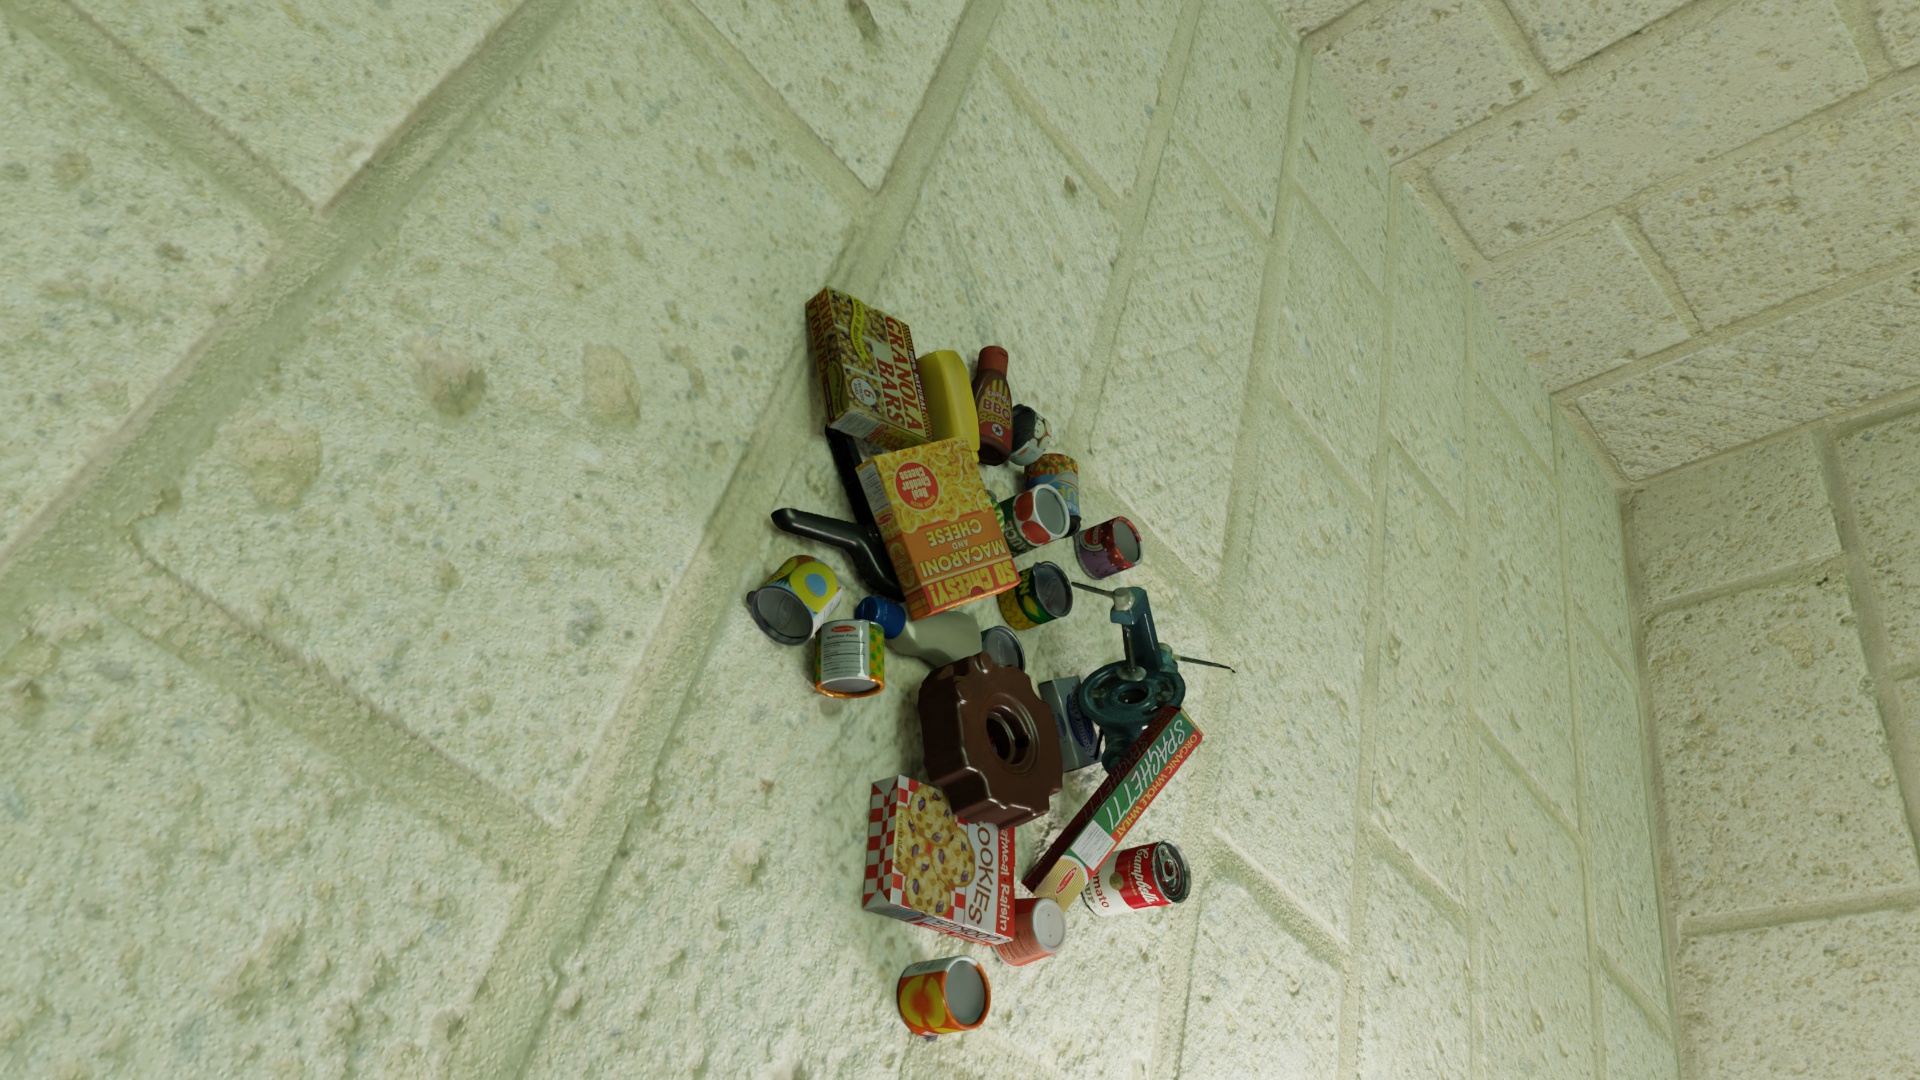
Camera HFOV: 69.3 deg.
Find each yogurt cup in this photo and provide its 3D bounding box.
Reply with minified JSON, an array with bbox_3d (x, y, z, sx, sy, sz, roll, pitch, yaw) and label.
[{"bbox_3d":[0.069,0.386,1.380,0.072,0.053,0.073,26,52,-39],"label":"yogurt cup"}]

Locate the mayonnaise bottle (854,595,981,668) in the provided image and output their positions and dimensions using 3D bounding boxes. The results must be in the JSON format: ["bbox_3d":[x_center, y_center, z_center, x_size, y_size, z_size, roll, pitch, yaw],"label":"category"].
[{"bbox_3d":[-0.042,0.092,1.415,0.148,0.041,0.065,22,54,-41],"label":"mayonnaise bottle"}]

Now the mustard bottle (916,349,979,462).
[{"bbox_3d":[-0.011,-0.130,1.552,0.049,0.065,0.160,-12,86,-47],"label":"mustard bottle"}]

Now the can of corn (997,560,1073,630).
[{"bbox_3d":[0.082,0.061,1.562,0.071,0.058,0.071,26,53,-40],"label":"can of corn"}]

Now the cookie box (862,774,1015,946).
[{"bbox_3d":[-0.015,0.308,1.332,0.167,0.040,0.123,29,50,-38],"label":"cookie box"}]

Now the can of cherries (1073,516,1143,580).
[{"bbox_3d":[0.182,0.008,1.709,0.071,0.058,0.072,26,53,-41],"label":"can of cherries"}]

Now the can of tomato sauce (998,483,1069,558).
[{"bbox_3d":[0.072,-0.019,1.572,0.071,0.083,0.071,27,52,-40],"label":"can of tomato sauce"}]

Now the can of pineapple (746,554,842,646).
[{"bbox_3d":[-0.152,0.053,1.283,0.071,0.071,0.058,56,38,-14],"label":"can of pineapple"}]

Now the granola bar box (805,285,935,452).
[{"bbox_3d":[-0.095,-0.178,1.470,0.124,0.039,0.166,20,47,-43],"label":"granola bar box"}]

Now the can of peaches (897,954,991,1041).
[{"bbox_3d":[-0.014,0.416,1.263,0.071,0.058,0.071,27,52,-40],"label":"can of peaches"}]

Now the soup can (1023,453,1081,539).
[{"bbox_3d":[0.110,-0.053,1.645,0.071,0.071,0.084,27,52,-39],"label":"soup can"}]

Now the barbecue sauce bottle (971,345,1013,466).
[{"bbox_3d":[0.033,-0.162,1.633,0.065,0.043,0.149,27,51,-29],"label":"barbecue sauce bottle"}]

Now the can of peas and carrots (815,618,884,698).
[{"bbox_3d":[-0.104,0.113,1.310,0.071,0.070,0.059,22,56,-42],"label":"can of peas and carrots"}]

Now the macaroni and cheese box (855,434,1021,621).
[{"bbox_3d":[-0.021,-0.015,1.411,0.124,0.040,0.166,-17,82,-38],"label":"macaroni and cheese box"}]

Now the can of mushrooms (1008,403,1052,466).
[{"bbox_3d":[0.074,-0.125,1.644,0.033,0.071,0.071,33,49,-36],"label":"can of mushrooms"}]

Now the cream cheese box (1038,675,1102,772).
[{"bbox_3d":[0.125,0.206,1.565,0.053,0.024,0.104,-3,74,-50],"label":"cream cheese box"}]

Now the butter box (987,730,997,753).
[{"bbox_3d":[0.022,0.209,1.442,0.103,0.024,0.053,60,37,-8],"label":"butter box"}]

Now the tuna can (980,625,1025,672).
[{"bbox_3d":[0.035,0.127,1.493,0.071,0.032,0.071,26,53,-40],"label":"tuna can"}]

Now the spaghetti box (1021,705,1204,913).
[{"bbox_3d":[0.163,0.281,1.460,0.251,0.028,0.050,-48,115,-14],"label":"spaghetti box"}]

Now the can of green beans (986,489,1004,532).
[{"bbox_3d":[0.005,-0.017,1.505,0.058,0.071,0.071,-22,89,-52],"label":"can of green beans"}]
